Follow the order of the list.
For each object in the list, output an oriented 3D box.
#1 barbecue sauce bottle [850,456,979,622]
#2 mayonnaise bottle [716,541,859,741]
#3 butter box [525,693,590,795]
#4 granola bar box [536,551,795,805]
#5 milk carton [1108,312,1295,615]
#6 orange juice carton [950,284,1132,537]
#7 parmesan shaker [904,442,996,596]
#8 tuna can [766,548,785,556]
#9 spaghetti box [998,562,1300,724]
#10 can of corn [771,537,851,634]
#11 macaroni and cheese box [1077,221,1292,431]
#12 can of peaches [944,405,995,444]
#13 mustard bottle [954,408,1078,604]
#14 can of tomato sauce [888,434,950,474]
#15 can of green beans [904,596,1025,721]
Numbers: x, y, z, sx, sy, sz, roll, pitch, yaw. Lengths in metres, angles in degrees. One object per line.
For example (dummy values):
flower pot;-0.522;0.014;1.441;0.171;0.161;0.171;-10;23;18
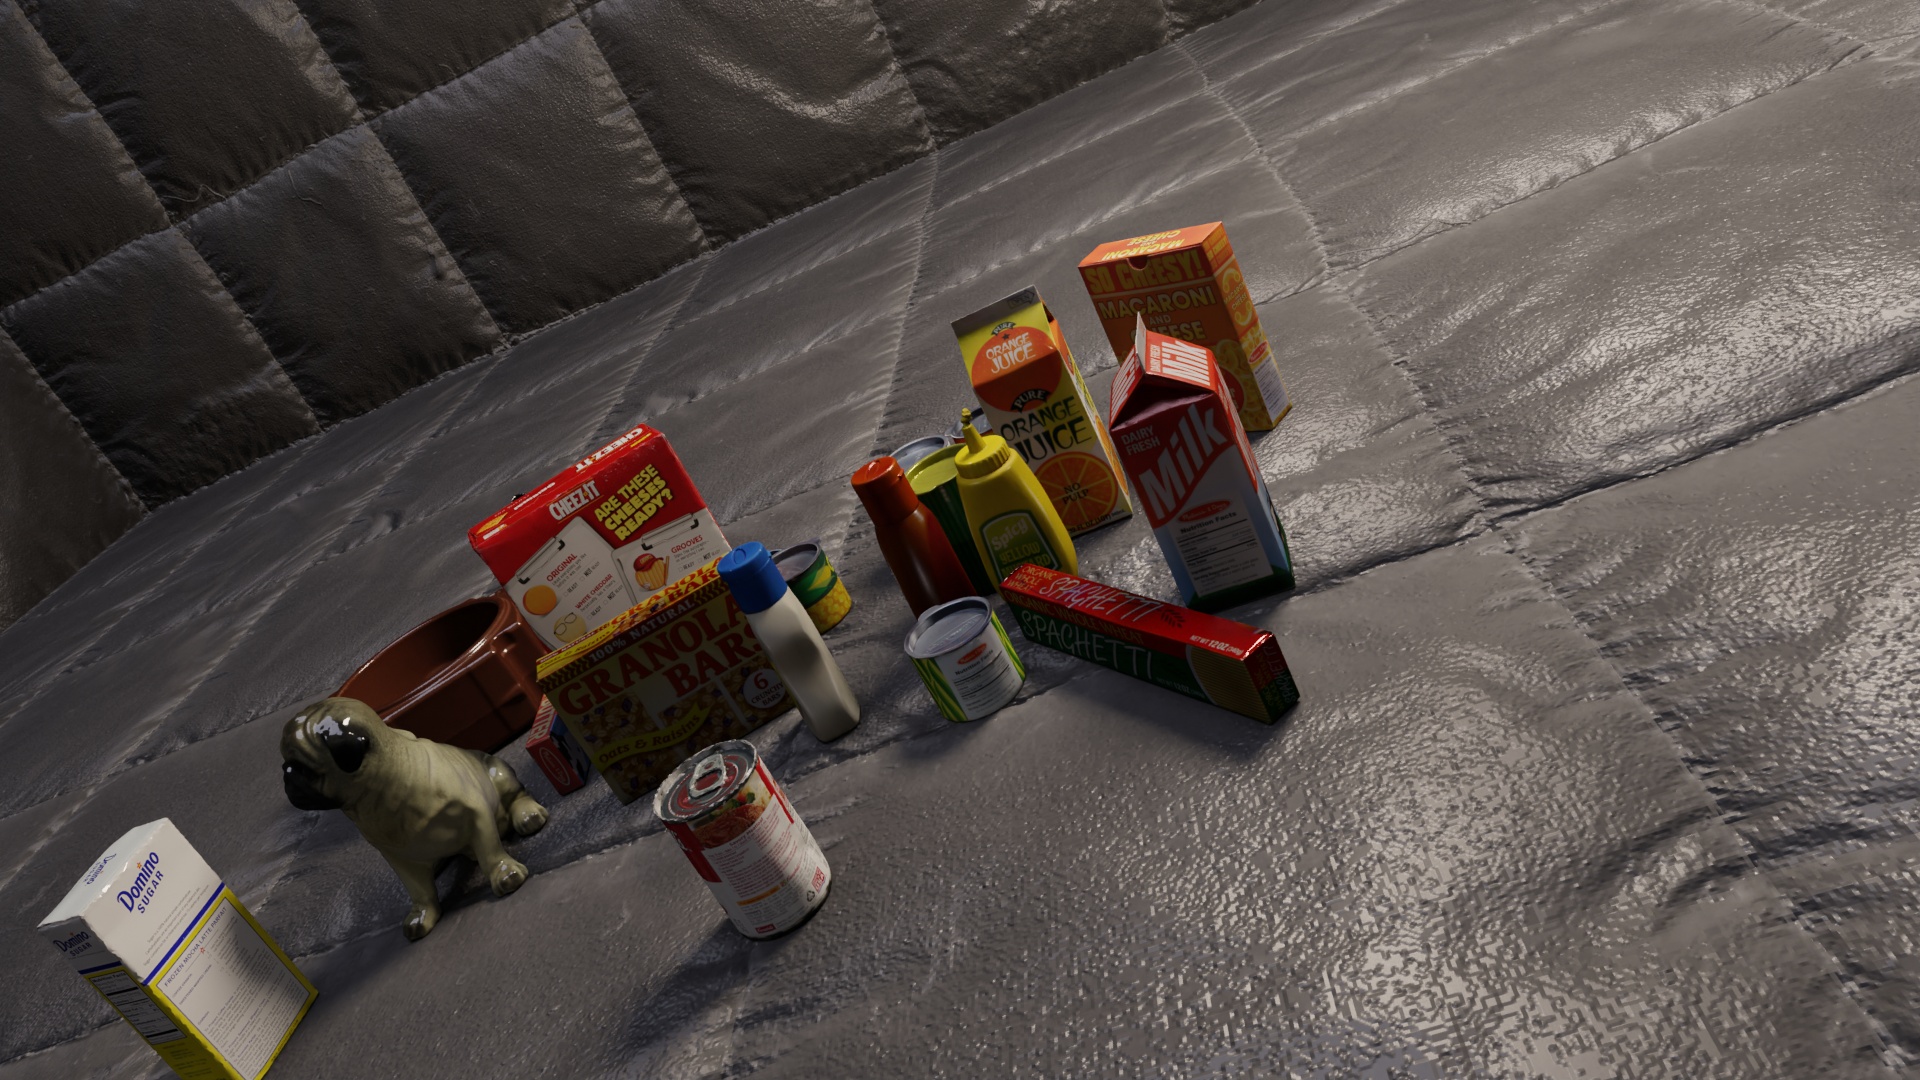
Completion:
barbecue sauce bottle;-0.030;0.009;1.009;0.043;0.148;0.065;-18;26;20
mayonnaise bottle;-0.121;0.070;0.983;0.041;0.147;0.065;-30;24;-4
butter box;-0.322;0.157;1.131;0.024;0.053;0.104;-25;24;5
granola bar box;-0.212;0.103;1.039;0.166;0.123;0.039;-30;24;-6
milk carton;0.149;-0.052;0.898;0.073;0.190;0.073;-20;25;17
orange juice carton;0.064;-0.100;1.076;0.072;0.192;0.073;-22;25;12
parmesan shaker;0.004;-0.013;1.075;0.071;0.102;0.071;-22;24;11
tuna can;-0.173;0.039;1.236;0.071;0.032;0.071;-22;25;11
spaghetti box;0.110;0.060;0.886;0.029;0.050;0.250;-38;26;-22
can of corn;-0.131;0.041;1.158;0.071;0.058;0.071;-22;25;11
macaroni and cheese box;0.180;-0.164;1.116;0.123;0.166;0.040;-1;35;45
can of peaches;0.030;-0.085;1.244;0.071;0.058;0.071;-22;25;11
mustard bottle;0.032;-0.023;0.997;0.065;0.159;0.049;-21;25;13
can of tomato sauce;-0.025;-0.037;1.174;0.071;0.083;0.071;-22;25;11
can of green beans;0.004;0.081;0.944;0.071;0.057;0.071;-22;25;11
